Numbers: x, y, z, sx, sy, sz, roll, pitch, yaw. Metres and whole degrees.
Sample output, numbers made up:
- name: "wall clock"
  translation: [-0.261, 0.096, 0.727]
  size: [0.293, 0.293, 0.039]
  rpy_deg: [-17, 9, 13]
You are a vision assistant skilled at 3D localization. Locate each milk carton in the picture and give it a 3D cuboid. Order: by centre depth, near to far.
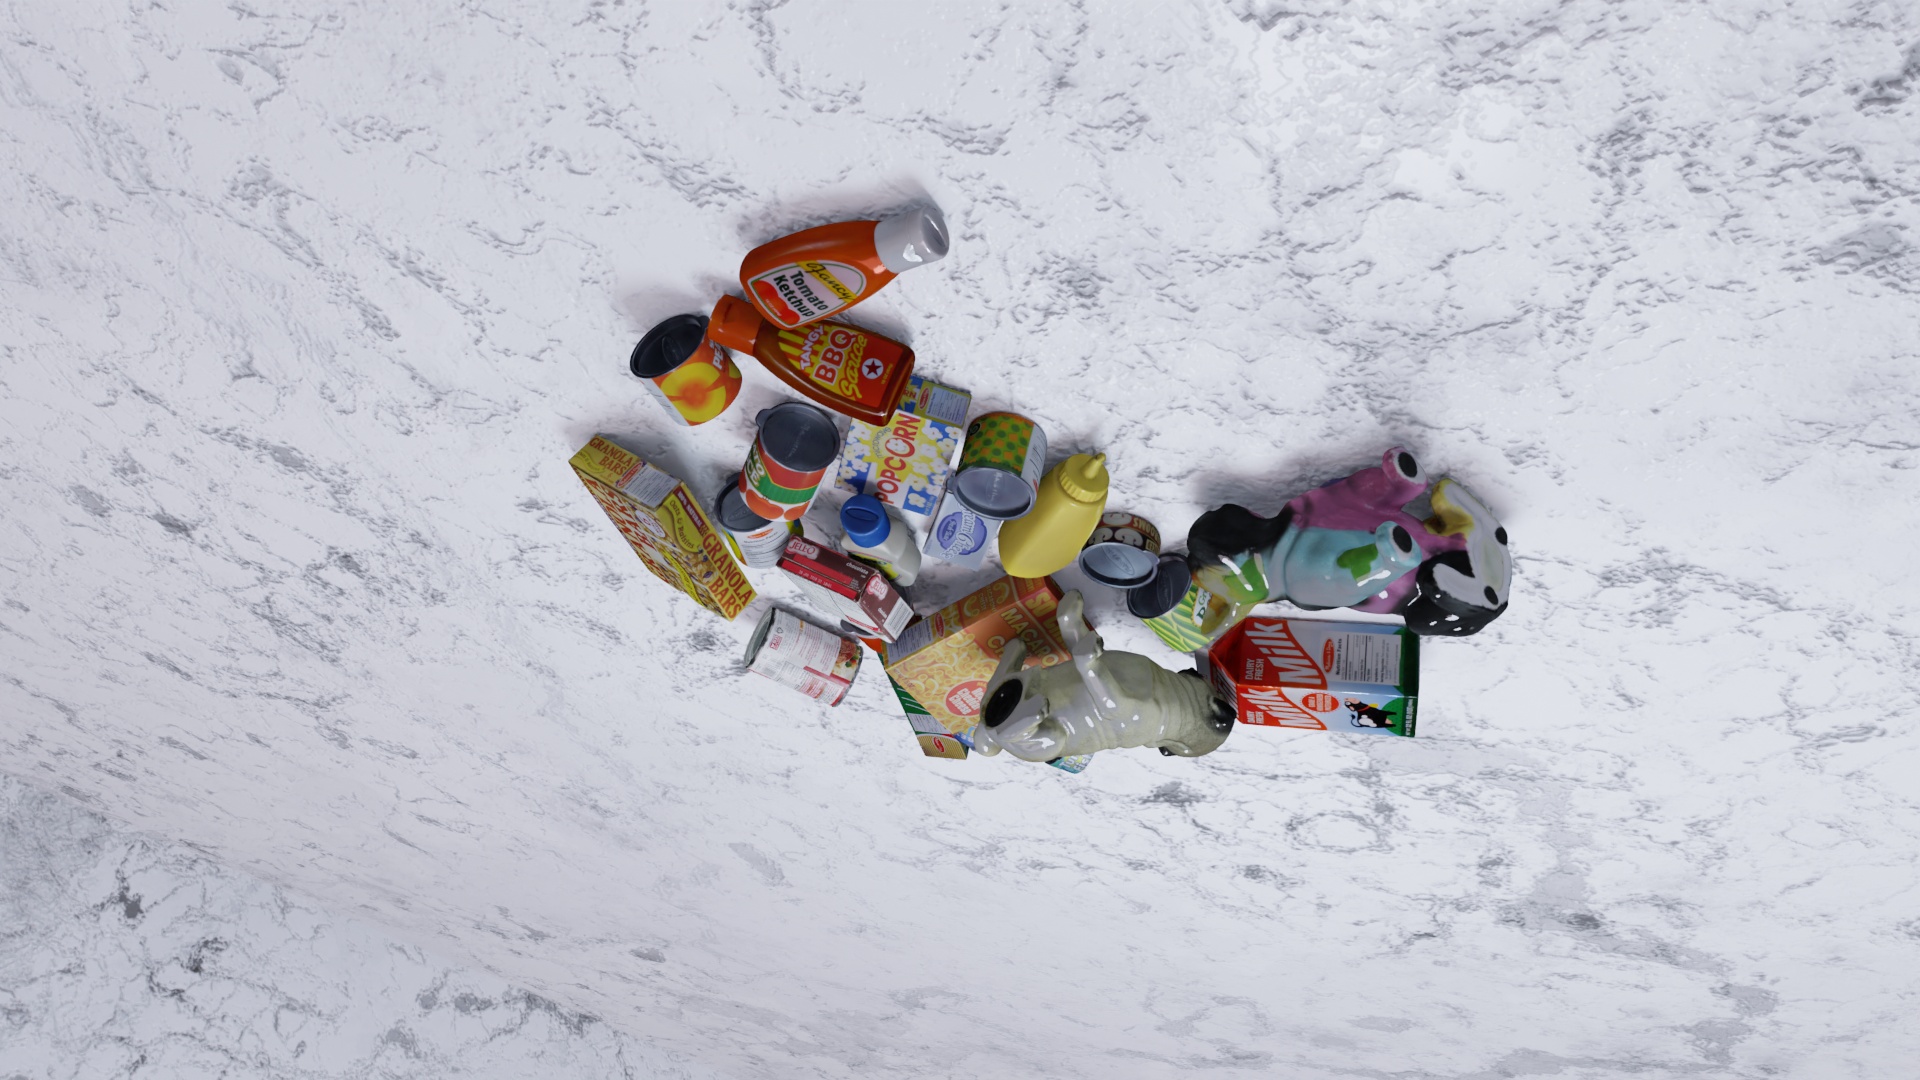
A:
- name: "milk carton"
  translation: [0.304, 0.119, 1.225]
  size: [0.190, 0.074, 0.072]
  rpy_deg: [3, 144, 16]

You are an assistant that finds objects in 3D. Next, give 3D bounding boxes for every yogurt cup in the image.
- name: "yogurt cup"
  translation: [-0.073, 0.070, 1.300]
  size: [0.072, 0.073, 0.053]
  rpy_deg: [3, 152, 15]

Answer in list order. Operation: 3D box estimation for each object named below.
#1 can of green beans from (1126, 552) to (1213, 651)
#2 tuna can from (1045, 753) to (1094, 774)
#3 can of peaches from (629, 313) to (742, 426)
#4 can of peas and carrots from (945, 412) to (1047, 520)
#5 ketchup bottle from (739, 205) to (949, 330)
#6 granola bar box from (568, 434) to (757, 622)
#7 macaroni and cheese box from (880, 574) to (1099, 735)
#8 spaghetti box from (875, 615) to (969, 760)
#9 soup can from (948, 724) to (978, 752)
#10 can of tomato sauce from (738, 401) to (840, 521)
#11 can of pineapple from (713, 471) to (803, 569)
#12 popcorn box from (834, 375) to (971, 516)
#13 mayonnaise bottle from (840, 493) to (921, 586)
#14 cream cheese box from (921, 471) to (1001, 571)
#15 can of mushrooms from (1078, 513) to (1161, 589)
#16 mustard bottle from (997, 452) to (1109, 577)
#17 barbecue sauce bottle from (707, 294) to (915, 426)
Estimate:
- name: "can of green beans"
  translation: [0.185, 0.053, 1.181]
  size: [0.071, 0.071, 0.057]
  rpy_deg: [-19, 134, 38]
- name: "tuna can"
  translation: [0.113, 0.203, 1.412]
  size: [0.033, 0.071, 0.070]
  rpy_deg: [23, 144, -15]
- name: "can of peaches"
  translation: [-0.207, -0.131, 1.063]
  size: [0.071, 0.071, 0.058]
  rpy_deg: [-6, 140, 26]
- name: "can of peas and carrots"
  translation: [0.029, -0.058, 1.087]
  size: [0.071, 0.059, 0.070]
  rpy_deg: [10, 145, 7]
- name: "ketchup bottle"
  translation: [-0.078, -0.191, 0.953]
  size: [0.148, 0.044, 0.064]
  rpy_deg: [-12, 136, 32]
- name: "granola bar box"
  translation: [-0.262, -0.009, 1.231]
  size: [0.124, 0.039, 0.164]
  rpy_deg: [27, 155, 34]
- name: "macaroni and cheese box"
  translation: [0.030, 0.099, 1.269]
  size: [0.166, 0.040, 0.123]
  rpy_deg: [-29, 132, 14]
- name: "spaghetti box"
  translation: [-0.038, 0.155, 1.434]
  size: [0.050, 0.029, 0.248]
  rpy_deg: [2, 144, 17]
- name: "soup can"
  translation: [0.023, 0.161, 1.385]
  size: [0.071, 0.072, 0.083]
  rpy_deg: [14, 145, 0]
- name: "can of tomato sauce"
  translation: [-0.143, -0.063, 1.133]
  size: [0.071, 0.071, 0.082]
  rpy_deg: [21, 145, -10]
- name: "can of pineapple"
  translation: [-0.175, -0.018, 1.210]
  size: [0.071, 0.071, 0.057]
  rpy_deg: [4, 144, 14]
- name: "popcorn box"
  translation: [-0.048, -0.077, 1.104]
  size: [0.085, 0.038, 0.126]
  rpy_deg: [18, 145, -3]
- name: "mayonnaise bottle"
  translation: [-0.072, 0.000, 1.181]
  size: [0.065, 0.041, 0.147]
  rpy_deg: [14, 165, 10]
- name: "cream cheese box"
  translation: [0.004, -0.015, 1.186]
  size: [0.053, 0.024, 0.103]
  rpy_deg: [17, 145, -5]
- name: "can of mushrooms"
  translation: [0.136, 0.009, 1.165]
  size: [0.071, 0.034, 0.070]
  rpy_deg: [10, 145, 7]
- name: "mustard bottle"
  translation: [0.083, -0.027, 1.115]
  size: [0.065, 0.049, 0.159]
  rpy_deg: [-2, 149, -26]
- name: "barbecue sauce bottle"
  translation: [-0.112, -0.138, 1.025]
  size: [0.148, 0.065, 0.043]
  rpy_deg: [22, 167, 4]
